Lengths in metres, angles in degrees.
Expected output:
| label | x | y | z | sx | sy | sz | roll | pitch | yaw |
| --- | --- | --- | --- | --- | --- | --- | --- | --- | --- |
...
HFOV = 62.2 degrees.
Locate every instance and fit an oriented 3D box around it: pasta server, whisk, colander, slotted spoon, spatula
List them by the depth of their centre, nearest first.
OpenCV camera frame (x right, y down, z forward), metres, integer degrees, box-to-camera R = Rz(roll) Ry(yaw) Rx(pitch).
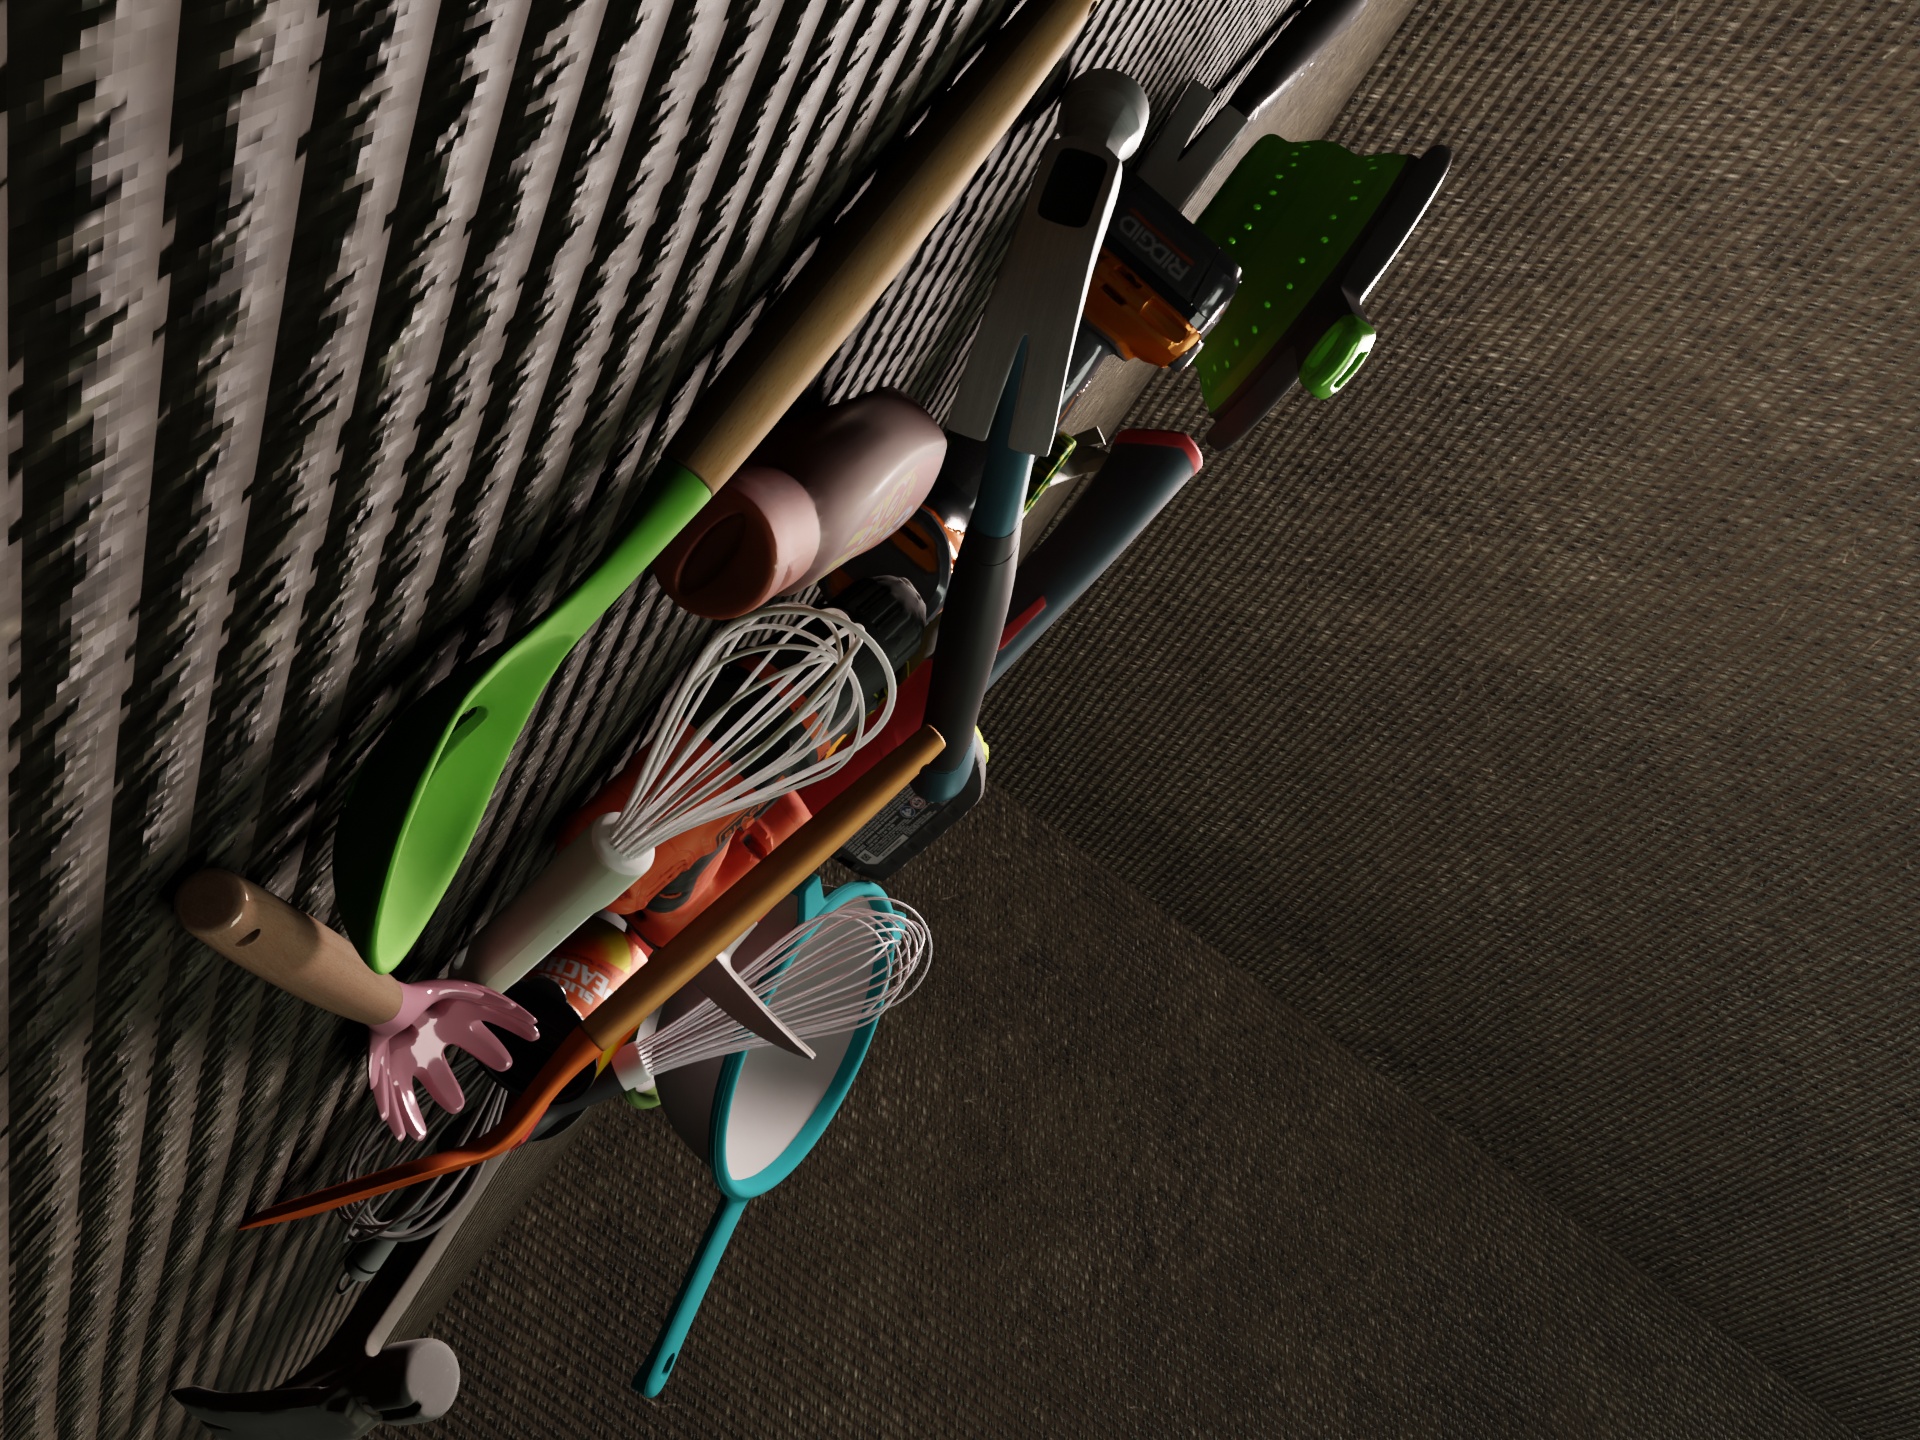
| label | x | y | z | sx | sy | sz | roll | pitch | yaw |
| --- | --- | --- | --- | --- | --- | --- | --- | --- | --- |
| slotted spoon | -0.051 | -0.078 | 0.384 | 0.314 | 0.031 | 0.070 | -55 | 180 | -15 |
| pasta server | -0.163 | 0.081 | 0.446 | 0.060 | 0.040 | 0.316 | -42 | 175 | -18 |
| whisk | -0.108 | 0.038 | 0.536 | 0.246 | 0.059 | 0.058 | -39 | -154 | 34 |
| spatula | -0.135 | 0.103 | 0.637 | 0.322 | 0.041 | 0.081 | -41 | 172 | -12 |
| whisk | -0.214 | 0.152 | 0.748 | 0.055 | 0.055 | 0.239 | -53 | -176 | 36 |
| colander | 0.161 | -0.234 | 0.831 | 0.204 | 0.094 | 0.397 | -52 | -176 | 22 |
| whisk | -0.146 | 0.173 | 0.857 | 0.284 | 0.070 | 0.070 | -24 | 176 | -6 |

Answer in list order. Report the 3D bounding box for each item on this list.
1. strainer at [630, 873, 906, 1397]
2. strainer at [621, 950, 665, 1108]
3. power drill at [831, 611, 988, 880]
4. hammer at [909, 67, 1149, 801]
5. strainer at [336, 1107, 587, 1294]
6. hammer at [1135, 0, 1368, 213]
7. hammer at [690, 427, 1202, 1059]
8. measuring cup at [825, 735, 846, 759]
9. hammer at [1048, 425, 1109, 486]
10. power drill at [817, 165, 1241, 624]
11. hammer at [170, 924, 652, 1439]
| label | x | y | z | sx | sy | sz | roll | pitch | yaw |
| --- | --- | --- | --- | --- | --- | --- | --- | --- | --- |
| strainer | -0.157 | 0.245 | 1.006 | 0.340 | 0.095 | 0.210 | -66 | 160 | -7 |
| strainer | -0.186 | 0.128 | 1.067 | 0.151 | 0.069 | 0.256 | 69 | 41 | -67 |
| power drill | -0.046 | -0.005 | 1.066 | 0.190 | 0.080 | 0.229 | -42 | -157 | 30 |
| hammer | 0.013 | -0.073 | 0.622 | 0.330 | 0.033 | 0.128 | 103 | 4 | -53 |
| strainer | -0.280 | 0.240 | 0.906 | 0.258 | 0.050 | 0.087 | -48 | -136 | 11 |
| hammer | 0.169 | -0.362 | 0.922 | 0.335 | 0.035 | 0.146 | -53 | -179 | -35 |
| hammer | -0.001 | -0.003 | 0.838 | 0.386 | 0.143 | 0.038 | -45 | 177 | -8 |
| measuring cup | -0.137 | 0.052 | 1.227 | 0.095 | 0.052 | 0.173 | -31 | -168 | -40 |
| hammer | -0.003 | -0.109 | 0.956 | 0.130 | 0.031 | 0.331 | -19 | -165 | 34 |
| power drill | 0.029 | -0.142 | 0.757 | 0.226 | 0.084 | 0.164 | -49 | -179 | 13 |
| hammer | -0.227 | 0.191 | 0.791 | 0.149 | 0.036 | 0.359 | -17 | -153 | 28 |
